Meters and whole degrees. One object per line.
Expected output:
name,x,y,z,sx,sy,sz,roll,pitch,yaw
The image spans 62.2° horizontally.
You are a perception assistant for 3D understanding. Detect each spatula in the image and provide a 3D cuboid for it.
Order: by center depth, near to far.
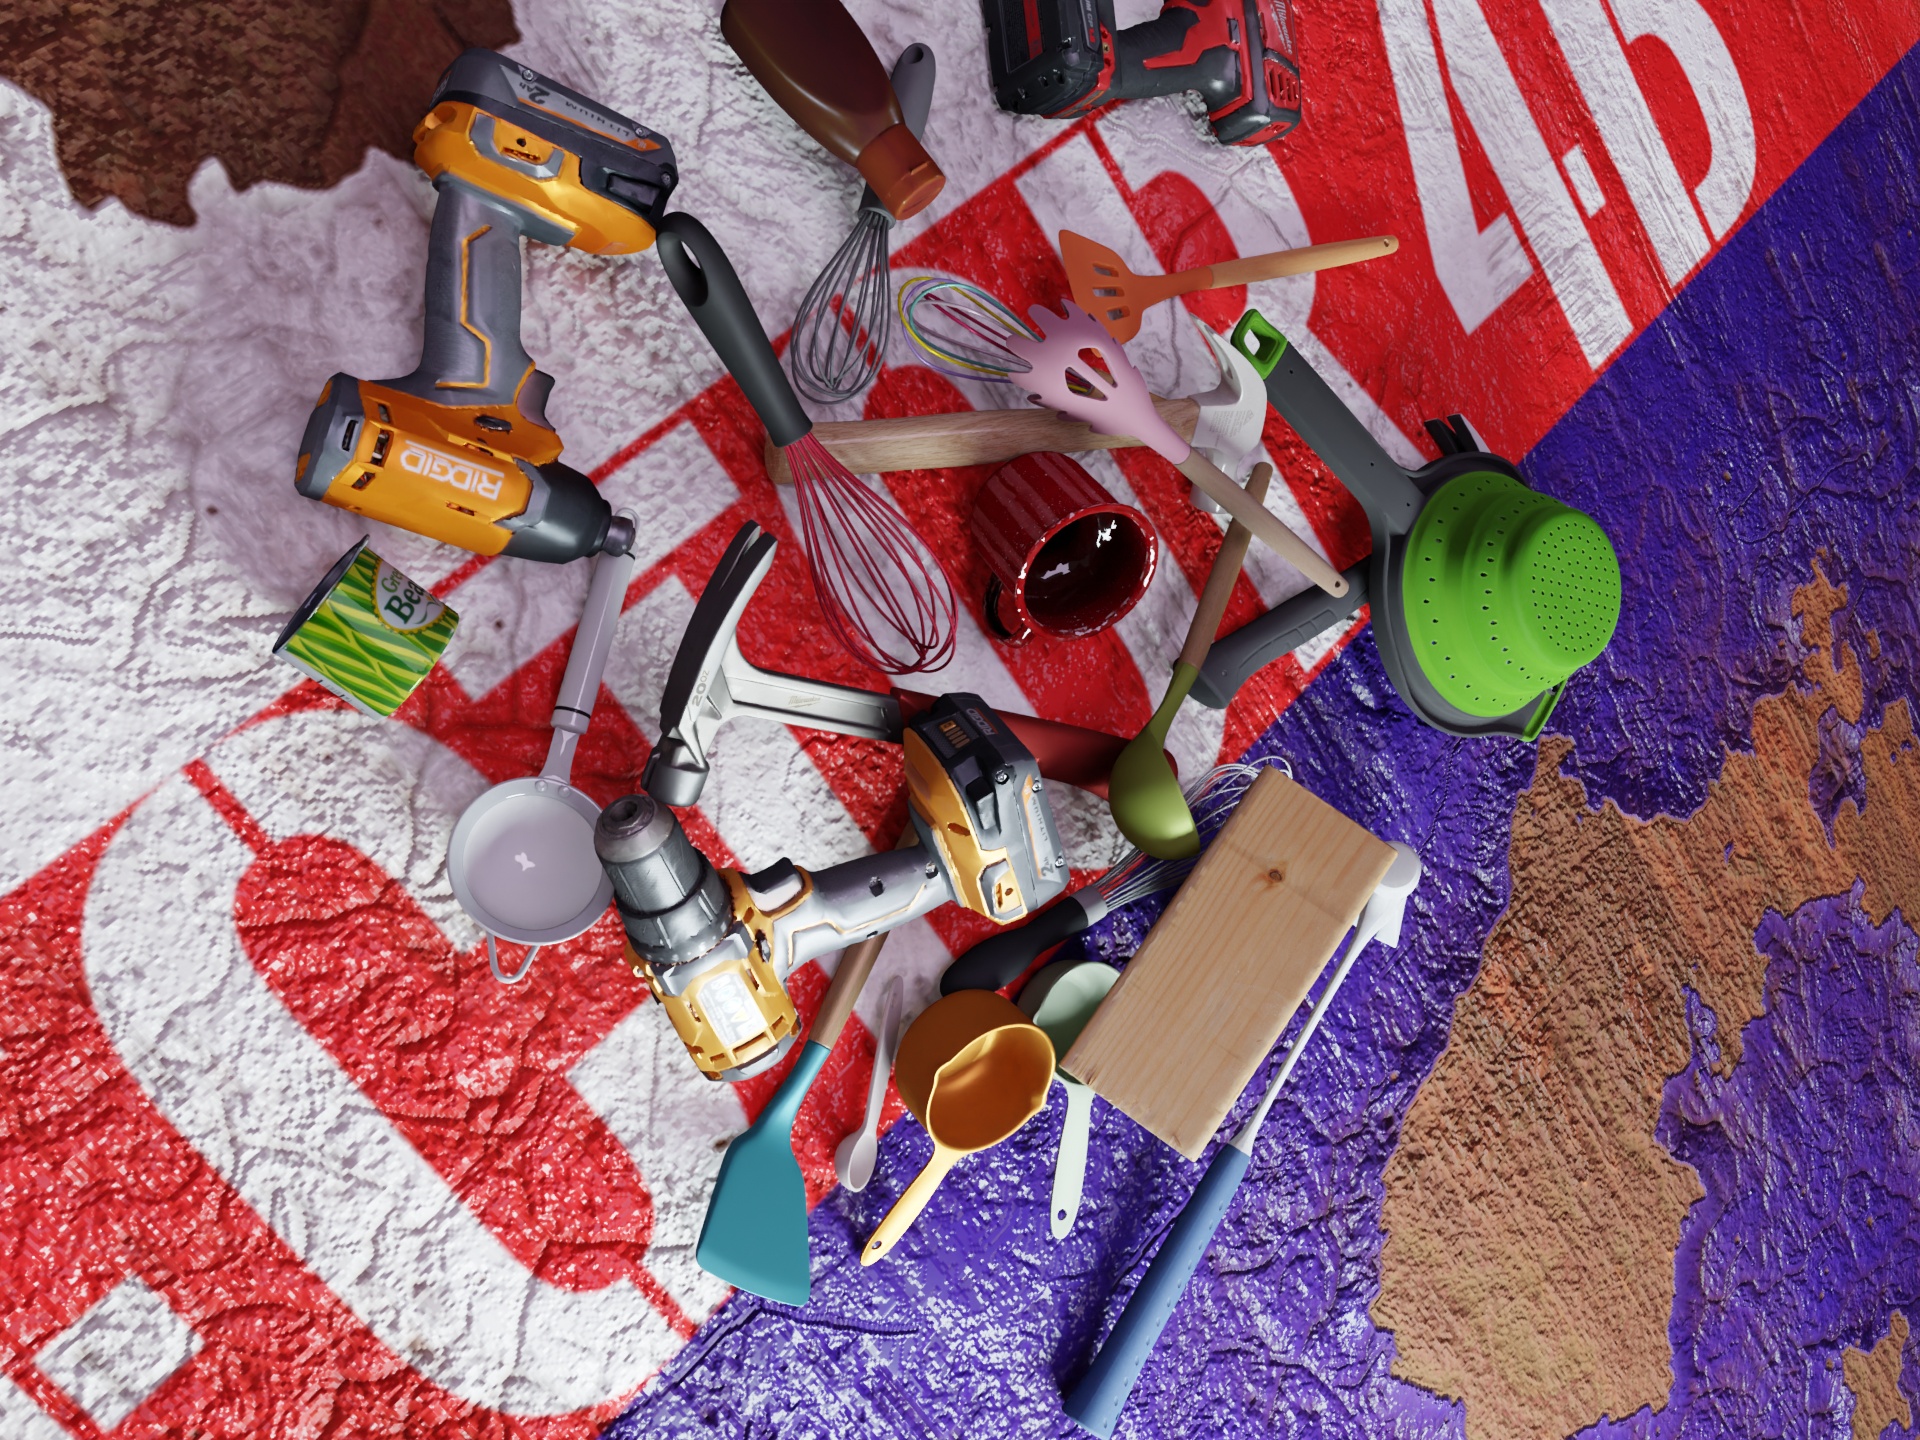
spatula,-0.061,0.162,0.899,0.082,0.044,0.318,37,69,-34
spatula,0.188,-0.302,1.065,0.322,0.041,0.081,-19,94,-31

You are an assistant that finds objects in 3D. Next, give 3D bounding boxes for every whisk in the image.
whisk,-0.081,-0.137,0.853,0.073,0.073,0.295,-45,124,-24
whisk,-0.051,-0.291,0.922,0.055,0.055,0.239,22,73,-29
whisk,0.062,-0.220,0.985,0.244,0.051,0.047,14,37,-35
whisk,0.104,0.102,0.997,0.284,0.070,0.070,-29,103,-23

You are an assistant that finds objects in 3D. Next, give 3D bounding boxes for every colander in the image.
colander,0.333,-0.138,1.074,0.396,0.094,0.204,41,70,-25

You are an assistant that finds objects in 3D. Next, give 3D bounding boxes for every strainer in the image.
strainer,-0.203,0.009,0.822,0.086,0.050,0.258,18,73,-21

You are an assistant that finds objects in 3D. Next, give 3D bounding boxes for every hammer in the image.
hammer,-0.001,-0.003,0.899,0.358,0.037,0.149,11,110,-41
hammer,0.043,-0.175,0.956,0.331,0.031,0.130,-9,129,-25
hammer,0.186,0.268,1.022,0.405,0.035,0.144,-57,159,-11
hammer,0.275,-0.099,1.115,0.335,0.035,0.146,-29,104,-28

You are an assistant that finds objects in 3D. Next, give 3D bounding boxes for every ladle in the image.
ladle,0.161,-0.050,0.997,0.320,0.062,0.078,-65,149,-33

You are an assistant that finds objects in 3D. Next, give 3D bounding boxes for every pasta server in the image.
pasta server,0.147,-0.153,0.978,0.316,0.040,0.060,30,100,-39

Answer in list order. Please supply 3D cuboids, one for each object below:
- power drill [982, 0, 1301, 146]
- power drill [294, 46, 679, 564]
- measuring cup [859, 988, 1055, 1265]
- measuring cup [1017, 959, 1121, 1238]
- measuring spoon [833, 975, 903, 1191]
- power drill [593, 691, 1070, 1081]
power drill,0.125,-0.449,1.013,0.219,0.078,0.143,-9,93,-34
power drill,-0.218,-0.193,0.797,0.164,0.084,0.226,19,83,-30
measuring cup,-0.018,0.233,0.925,0.095,0.052,0.173,29,98,-42
measuring cup,0.063,0.229,0.976,0.083,0.038,0.167,10,85,-30
measuring spoon,-0.053,0.208,0.920,0.034,0.018,0.124,43,56,-61
power drill,-0.068,0.071,0.821,0.226,0.084,0.185,-28,131,-11
